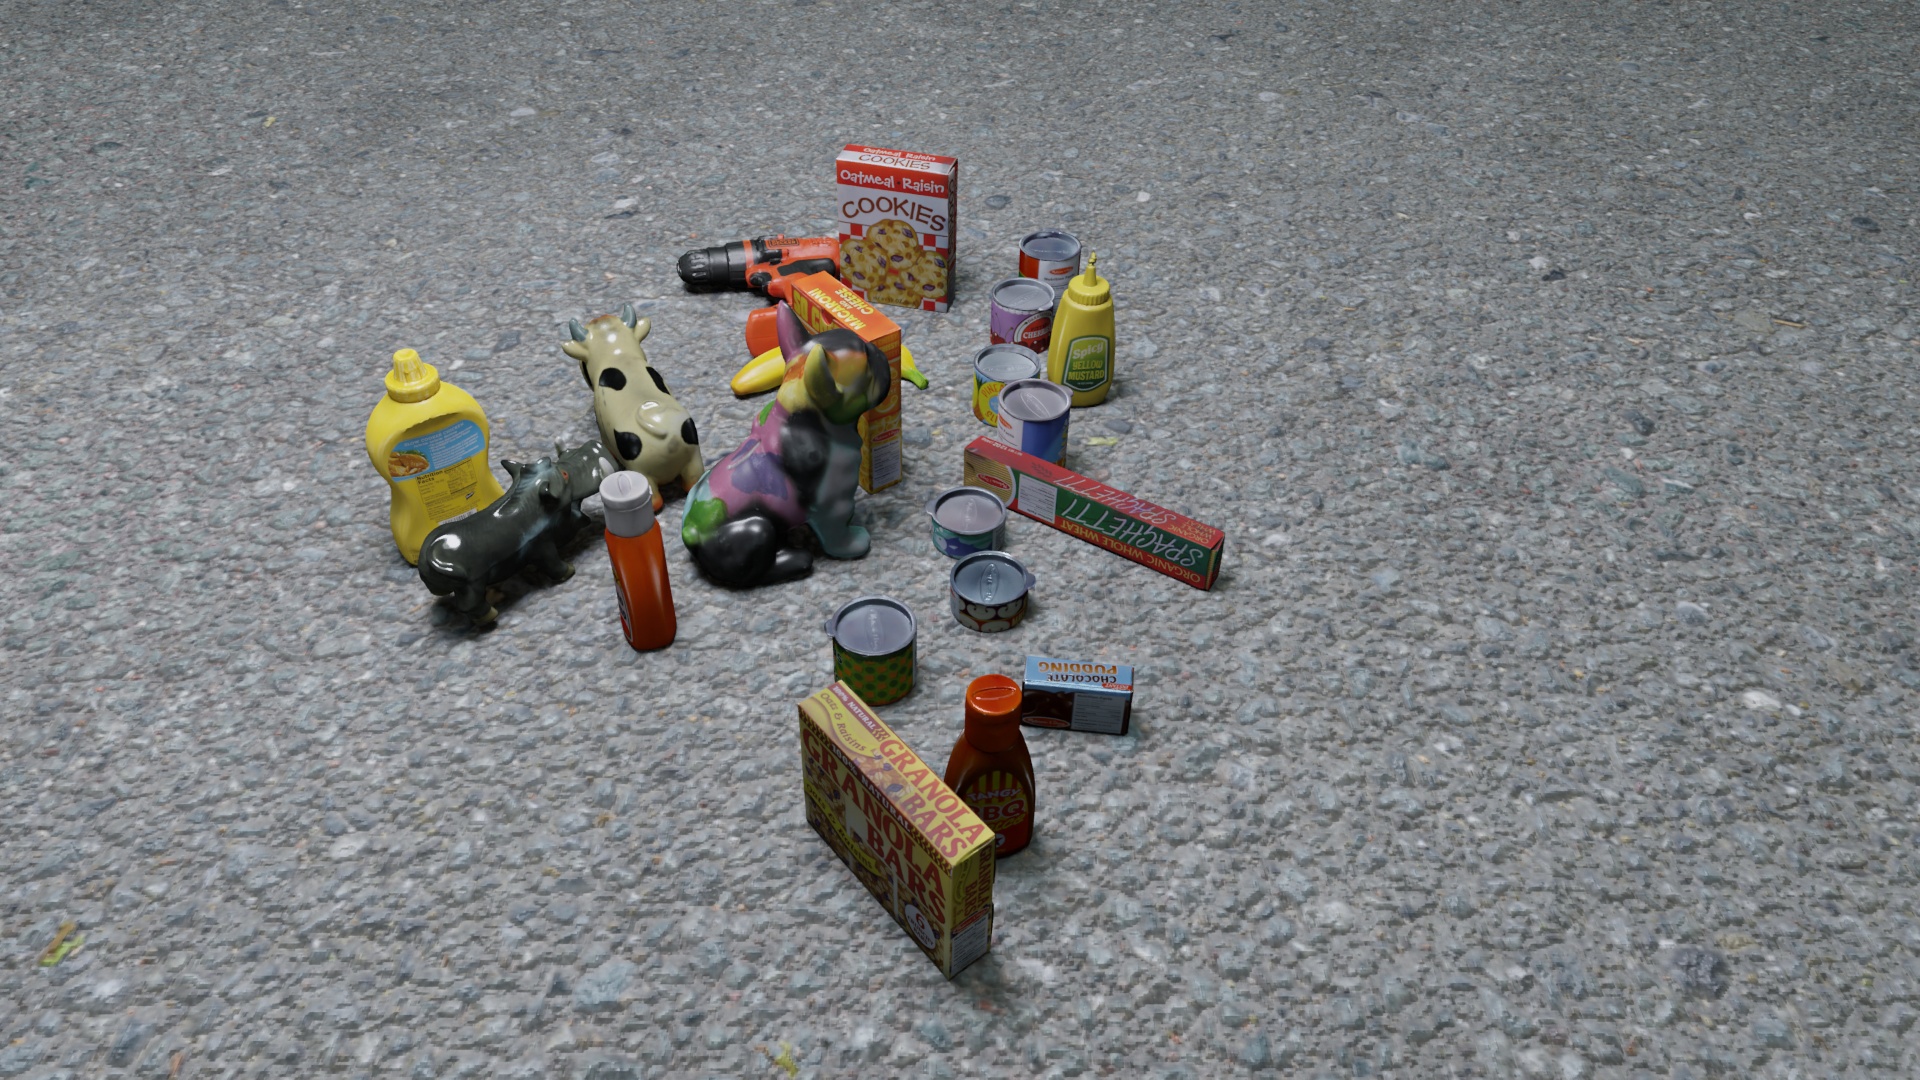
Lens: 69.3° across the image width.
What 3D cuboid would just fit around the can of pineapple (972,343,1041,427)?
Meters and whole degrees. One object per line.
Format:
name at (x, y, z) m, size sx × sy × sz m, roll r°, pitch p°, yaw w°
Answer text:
can of pineapple at (0.045, -0.150, 1.360) m, size 0.071 × 0.057 × 0.071 m, roll 1°, pitch 40°, yaw -1°

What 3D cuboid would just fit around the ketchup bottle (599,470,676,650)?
ketchup bottle at (-0.253, 0.014, 1.088) m, size 0.043 × 0.148 × 0.065 m, roll -11°, pitch 42°, yaw -15°

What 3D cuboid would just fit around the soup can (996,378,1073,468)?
soup can at (0.069, -0.097, 1.278) m, size 0.071 × 0.083 × 0.072 m, roll 1°, pitch 40°, yaw -1°

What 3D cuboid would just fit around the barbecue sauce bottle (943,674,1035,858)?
barbecue sauce bottle at (0.020, 0.153, 0.933) m, size 0.065 × 0.147 × 0.044 m, roll -5°, pitch 41°, yaw -8°

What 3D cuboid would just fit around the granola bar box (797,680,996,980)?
granola bar box at (-0.043, 0.187, 0.910) m, size 0.039 × 0.123 × 0.166 m, roll -27°, pitch 48°, yaw -29°

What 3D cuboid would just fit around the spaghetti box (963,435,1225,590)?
spaghetti box at (0.114, -0.026, 1.222) m, size 0.250 × 0.049 × 0.029 m, roll 23°, pitch 45°, yaw 24°

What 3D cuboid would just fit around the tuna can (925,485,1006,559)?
tuna can at (0.004, -0.015, 1.219) m, size 0.071 × 0.032 × 0.071 m, roll 1°, pitch 40°, yaw -1°

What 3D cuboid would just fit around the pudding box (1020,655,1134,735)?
pudding box at (0.088, 0.118, 1.053) m, size 0.084 × 0.049 × 0.030 m, roll 5°, pitch 40°, yaw 4°

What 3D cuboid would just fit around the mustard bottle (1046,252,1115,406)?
mustard bottle at (0.120, -0.206, 1.349) m, size 0.065 × 0.159 × 0.049 m, roll -6°, pitch 41°, yaw -9°

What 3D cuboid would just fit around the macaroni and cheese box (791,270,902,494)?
macaroni and cheese box at (-0.103, -0.143, 1.263) m, size 0.040 × 0.165 × 0.124 m, roll -26°, pitch 47°, yaw -28°

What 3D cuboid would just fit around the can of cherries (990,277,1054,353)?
can of cherries at (0.066, -0.234, 1.459) m, size 0.071 × 0.058 × 0.072 m, roll 1°, pitch 40°, yaw -1°

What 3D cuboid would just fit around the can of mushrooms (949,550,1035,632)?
can of mushrooms at (0.026, 0.043, 1.152) m, size 0.071 × 0.033 × 0.071 m, roll 1°, pitch 40°, yaw -1°

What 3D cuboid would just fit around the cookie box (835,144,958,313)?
cookie box at (-0.067, -0.333, 1.488) m, size 0.123 × 0.166 × 0.040 m, roll 10°, pitch 41°, yaw 10°

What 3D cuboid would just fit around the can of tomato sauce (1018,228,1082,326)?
can of tomato sauce at (0.094, -0.284, 1.499) m, size 0.071 × 0.082 × 0.071 m, roll 1°, pitch 40°, yaw -1°

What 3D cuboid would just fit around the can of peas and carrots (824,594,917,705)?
can of peas and carrots at (-0.069, 0.086, 1.078) m, size 0.071 × 0.058 × 0.071 m, roll 1°, pitch 40°, yaw -1°
